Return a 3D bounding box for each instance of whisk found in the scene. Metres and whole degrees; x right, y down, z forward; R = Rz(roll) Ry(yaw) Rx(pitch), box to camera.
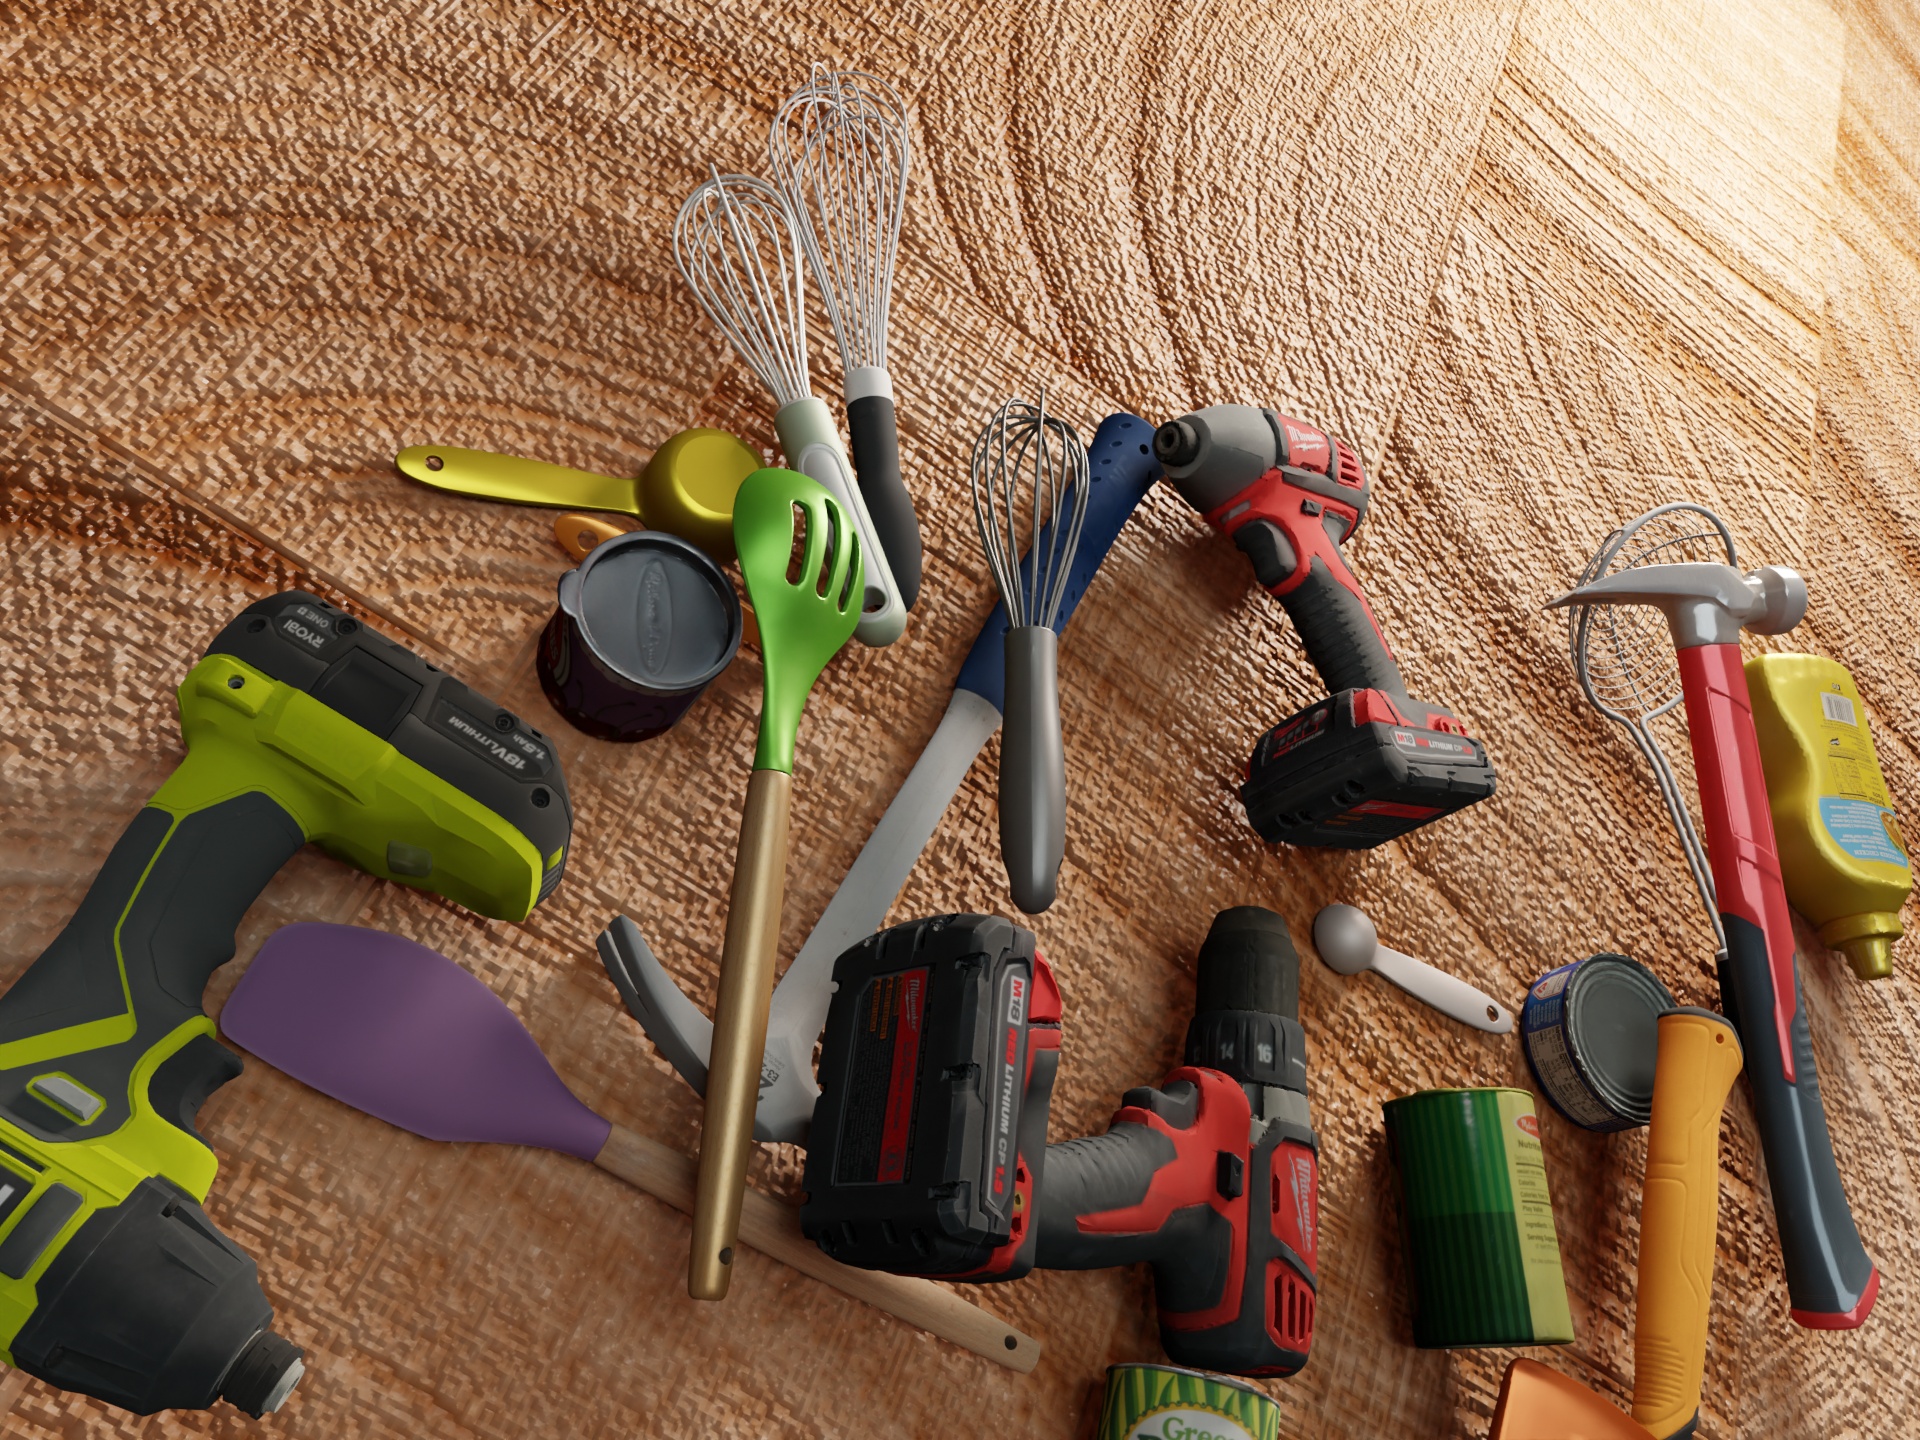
[{"bbox_3d":[0.031,-0.035,0.674,0.055,0.055,0.239,11,66,-25],"label":"whisk"},{"bbox_3d":[-0.072,-0.141,0.695,0.058,0.059,0.246,-20,72,-3],"label":"whisk"},{"bbox_3d":[-0.048,-0.181,0.741,0.070,0.070,0.285,2,72,-29],"label":"whisk"}]

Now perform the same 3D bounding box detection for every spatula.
[{"bbox_3d":[-0.104,0.159,0.565,0.315,0.018,0.060,32,55,-12],"label":"spatula"},{"bbox_3d":[0.186,0.387,0.557,0.081,0.041,0.323,34,48,1],"label":"spatula"}]

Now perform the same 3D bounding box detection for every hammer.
[{"bbox_3d":[-0.001,-0.002,0.690,0.144,0.035,0.406,38,54,-9],"label":"hammer"},{"bbox_3d":[0.306,0.286,0.703,0.127,0.034,0.337,25,64,-18],"label":"hammer"},{"bbox_3d":[0.394,0.109,0.813,0.143,0.038,0.386,-2,79,-15],"label":"hammer"}]

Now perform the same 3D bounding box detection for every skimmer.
[{"bbox_3d":[0.422,0.061,0.866,0.127,0.090,0.363,-1,68,-29],"label":"skimmer"}]

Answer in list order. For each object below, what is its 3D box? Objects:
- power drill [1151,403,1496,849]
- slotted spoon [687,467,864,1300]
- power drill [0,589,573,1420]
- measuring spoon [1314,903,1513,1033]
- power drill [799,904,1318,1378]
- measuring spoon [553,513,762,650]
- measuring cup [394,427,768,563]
[{"bbox_3d":[0.166,-0.054,0.772,0.143,0.078,0.220,8,59,-45],"label":"power drill"},{"bbox_3d":[-0.070,0.045,0.580,0.070,0.031,0.314,26,61,-44],"label":"slotted spoon"},{"bbox_3d":[-0.224,0.083,0.488,0.171,0.080,0.223,31,57,-1],"label":"power drill"},{"bbox_3d":[0.224,0.122,0.769,0.124,0.018,0.034,28,56,-17],"label":"measuring spoon"},{"bbox_3d":[0.058,0.139,0.606,0.226,0.080,0.188,27,59,-36],"label":"power drill"},{"bbox_3d":[-0.114,-0.053,0.656,0.116,0.011,0.021,29,101,-17],"label":"measuring spoon"},{"bbox_3d":[-0.150,-0.101,0.655,0.156,0.029,0.062,4,65,-30],"label":"measuring cup"}]
